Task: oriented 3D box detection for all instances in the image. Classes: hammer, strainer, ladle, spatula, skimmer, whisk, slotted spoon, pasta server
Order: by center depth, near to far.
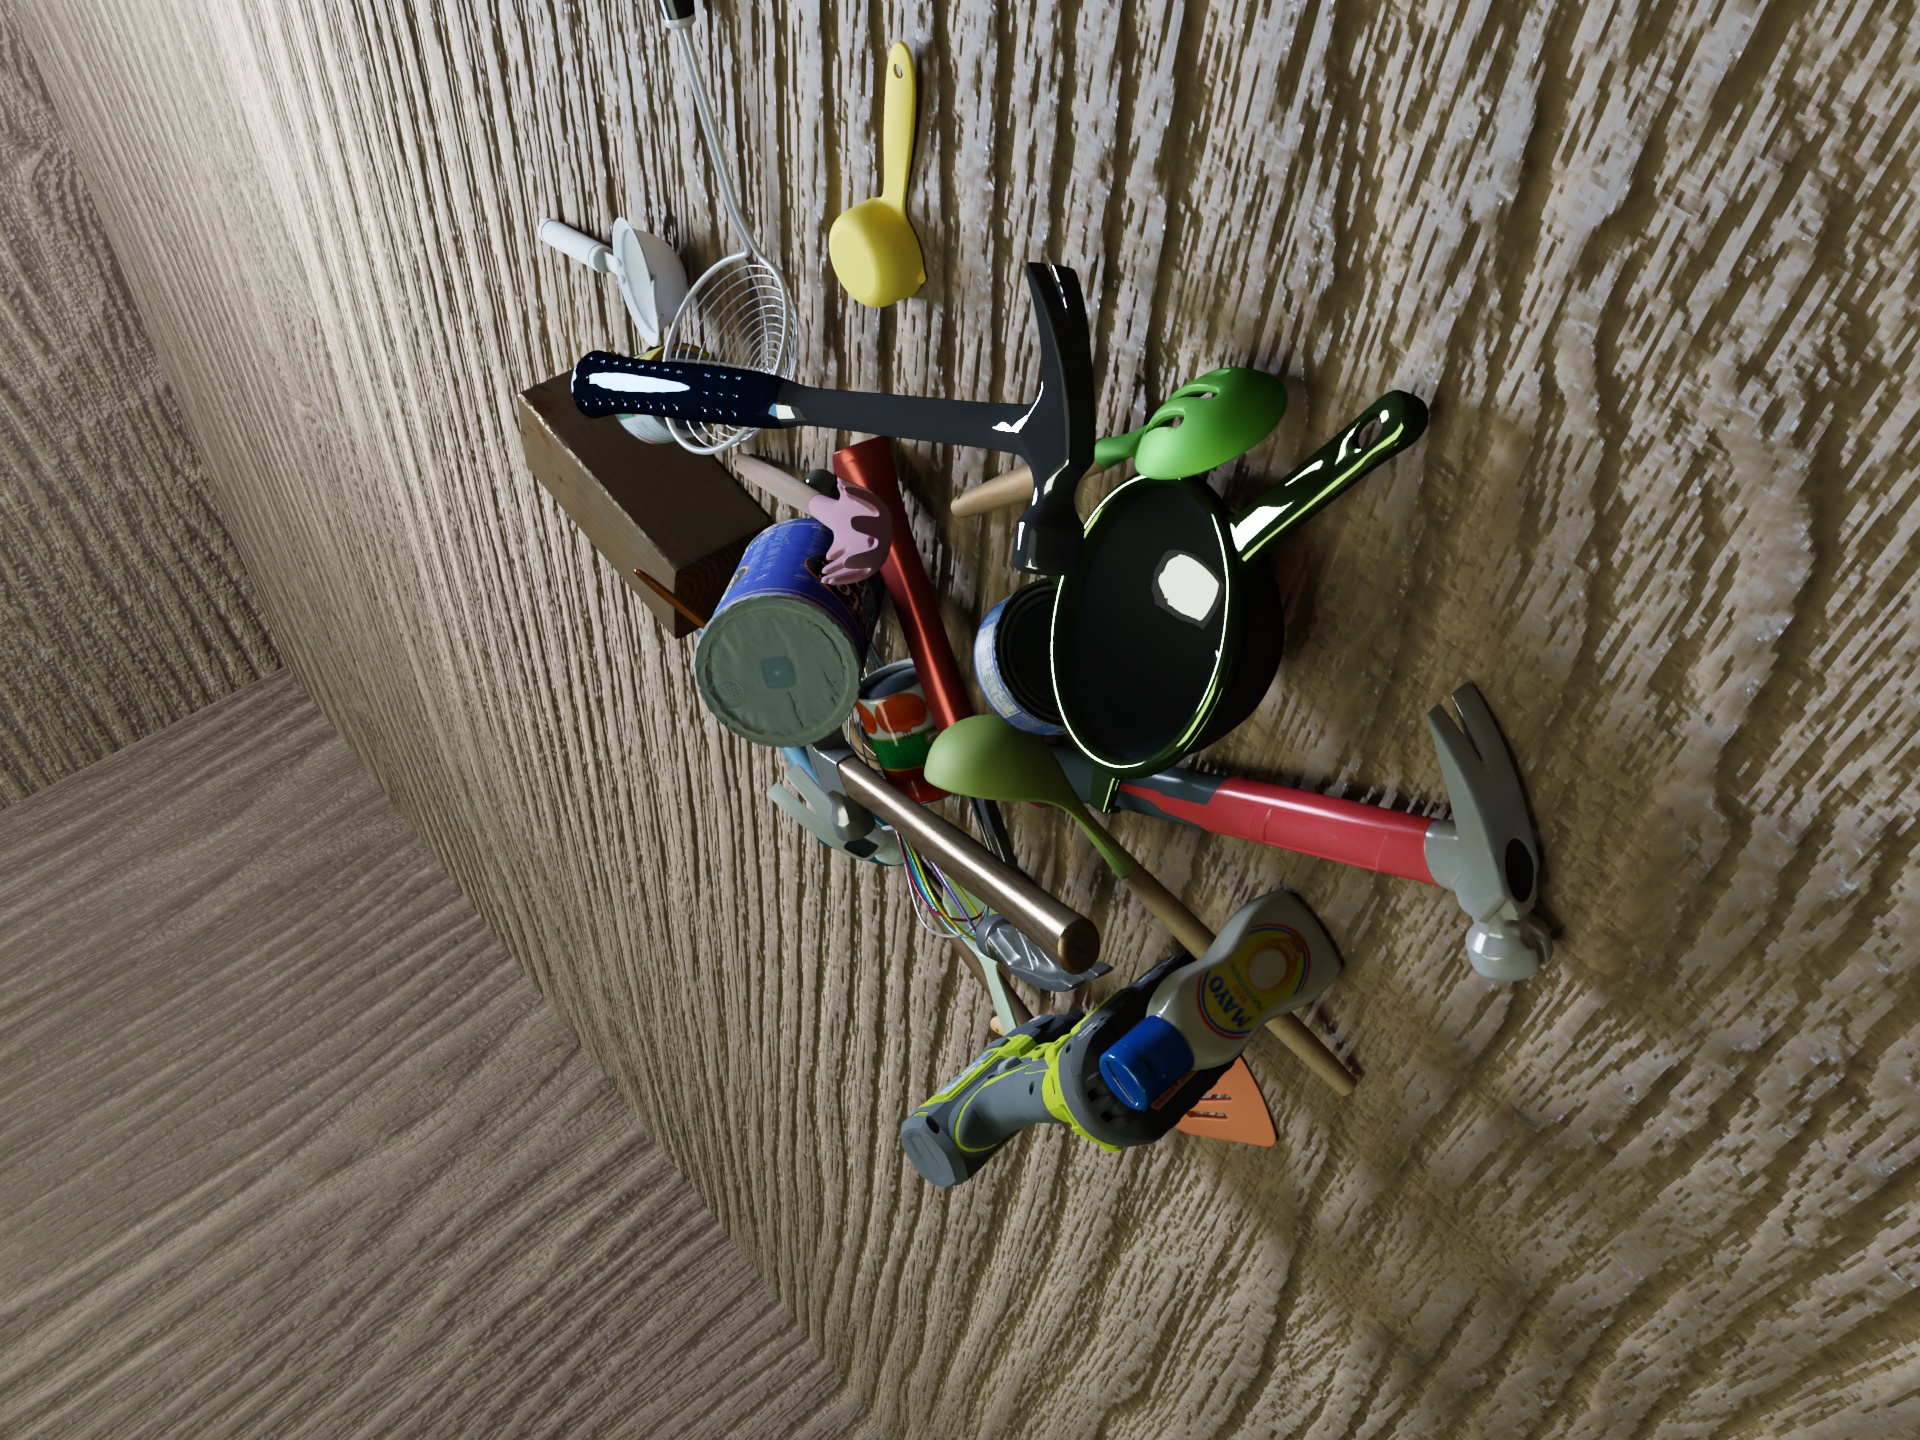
[{"bbox_3d":[0.137,-0.068,0.741,0.256,0.069,0.152,-41,50,48],"label":"strainer"},{"bbox_3d":[0.061,-0.131,0.811,0.031,0.070,0.314,46,163,-16],"label":"slotted spoon"},{"bbox_3d":[0.139,0.033,0.869,0.386,0.038,0.143,11,127,55],"label":"hammer"},{"bbox_3d":[-0.086,-0.179,0.873,0.406,0.035,0.144,16,106,42],"label":"hammer"},{"bbox_3d":[0.108,0.114,0.924,0.320,0.062,0.078,44,-168,-6],"label":"ladle"},{"bbox_3d":[-0.170,-0.336,0.926,0.127,0.090,0.363,29,142,43],"label":"skimmer"},{"bbox_3d":[-0.002,-0.003,0.999,0.149,0.036,0.359,0,110,69],"label":"hammer"},{"bbox_3d":[-0.017,0.071,1.002,0.332,0.031,0.130,31,145,54],"label":"hammer"},{"bbox_3d":[-0.106,-0.143,1.019,0.316,0.040,0.060,-143,60,-61],"label":"pasta server"},{"bbox_3d":[-0.073,-0.063,1.123,0.059,0.058,0.246,-1,122,20],"label":"whisk"},{"bbox_3d":[-0.249,-0.328,1.128,0.259,0.050,0.086,37,142,46],"label":"strainer"},{"bbox_3d":[-0.040,0.076,1.168,0.245,0.047,0.051,54,136,42],"label":"whisk"},{"bbox_3d":[0.110,0.252,1.181,0.323,0.041,0.081,4,122,63],"label":"spatula"},{"bbox_3d":[-0.013,0.173,1.254,0.318,0.044,0.082,50,149,28],"label":"spatula"},{"bbox_3d":[-0.160,-0.020,1.266,0.331,0.033,0.128,52,-167,27],"label":"hammer"}]

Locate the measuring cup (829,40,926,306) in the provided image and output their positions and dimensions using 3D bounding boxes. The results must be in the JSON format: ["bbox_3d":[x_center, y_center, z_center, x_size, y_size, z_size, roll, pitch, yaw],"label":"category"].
[{"bbox_3d":[-0.044,-0.283,0.838,0.062,0.029,0.156,46,153,21],"label":"measuring cup"}]

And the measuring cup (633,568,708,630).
[{"bbox_3d":[-0.163,-0.081,1.164,0.095,0.052,0.173,15,161,49],"label":"measuring cup"}]

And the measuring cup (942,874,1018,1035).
[{"bbox_3d":[0.036,0.176,1.180,0.083,0.038,0.167,9,119,55],"label":"measuring cup"}]

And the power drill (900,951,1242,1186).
[{"bbox_3d":[0.076,0.231,1.062,0.080,0.171,0.223,57,143,0],"label":"power drill"}]
